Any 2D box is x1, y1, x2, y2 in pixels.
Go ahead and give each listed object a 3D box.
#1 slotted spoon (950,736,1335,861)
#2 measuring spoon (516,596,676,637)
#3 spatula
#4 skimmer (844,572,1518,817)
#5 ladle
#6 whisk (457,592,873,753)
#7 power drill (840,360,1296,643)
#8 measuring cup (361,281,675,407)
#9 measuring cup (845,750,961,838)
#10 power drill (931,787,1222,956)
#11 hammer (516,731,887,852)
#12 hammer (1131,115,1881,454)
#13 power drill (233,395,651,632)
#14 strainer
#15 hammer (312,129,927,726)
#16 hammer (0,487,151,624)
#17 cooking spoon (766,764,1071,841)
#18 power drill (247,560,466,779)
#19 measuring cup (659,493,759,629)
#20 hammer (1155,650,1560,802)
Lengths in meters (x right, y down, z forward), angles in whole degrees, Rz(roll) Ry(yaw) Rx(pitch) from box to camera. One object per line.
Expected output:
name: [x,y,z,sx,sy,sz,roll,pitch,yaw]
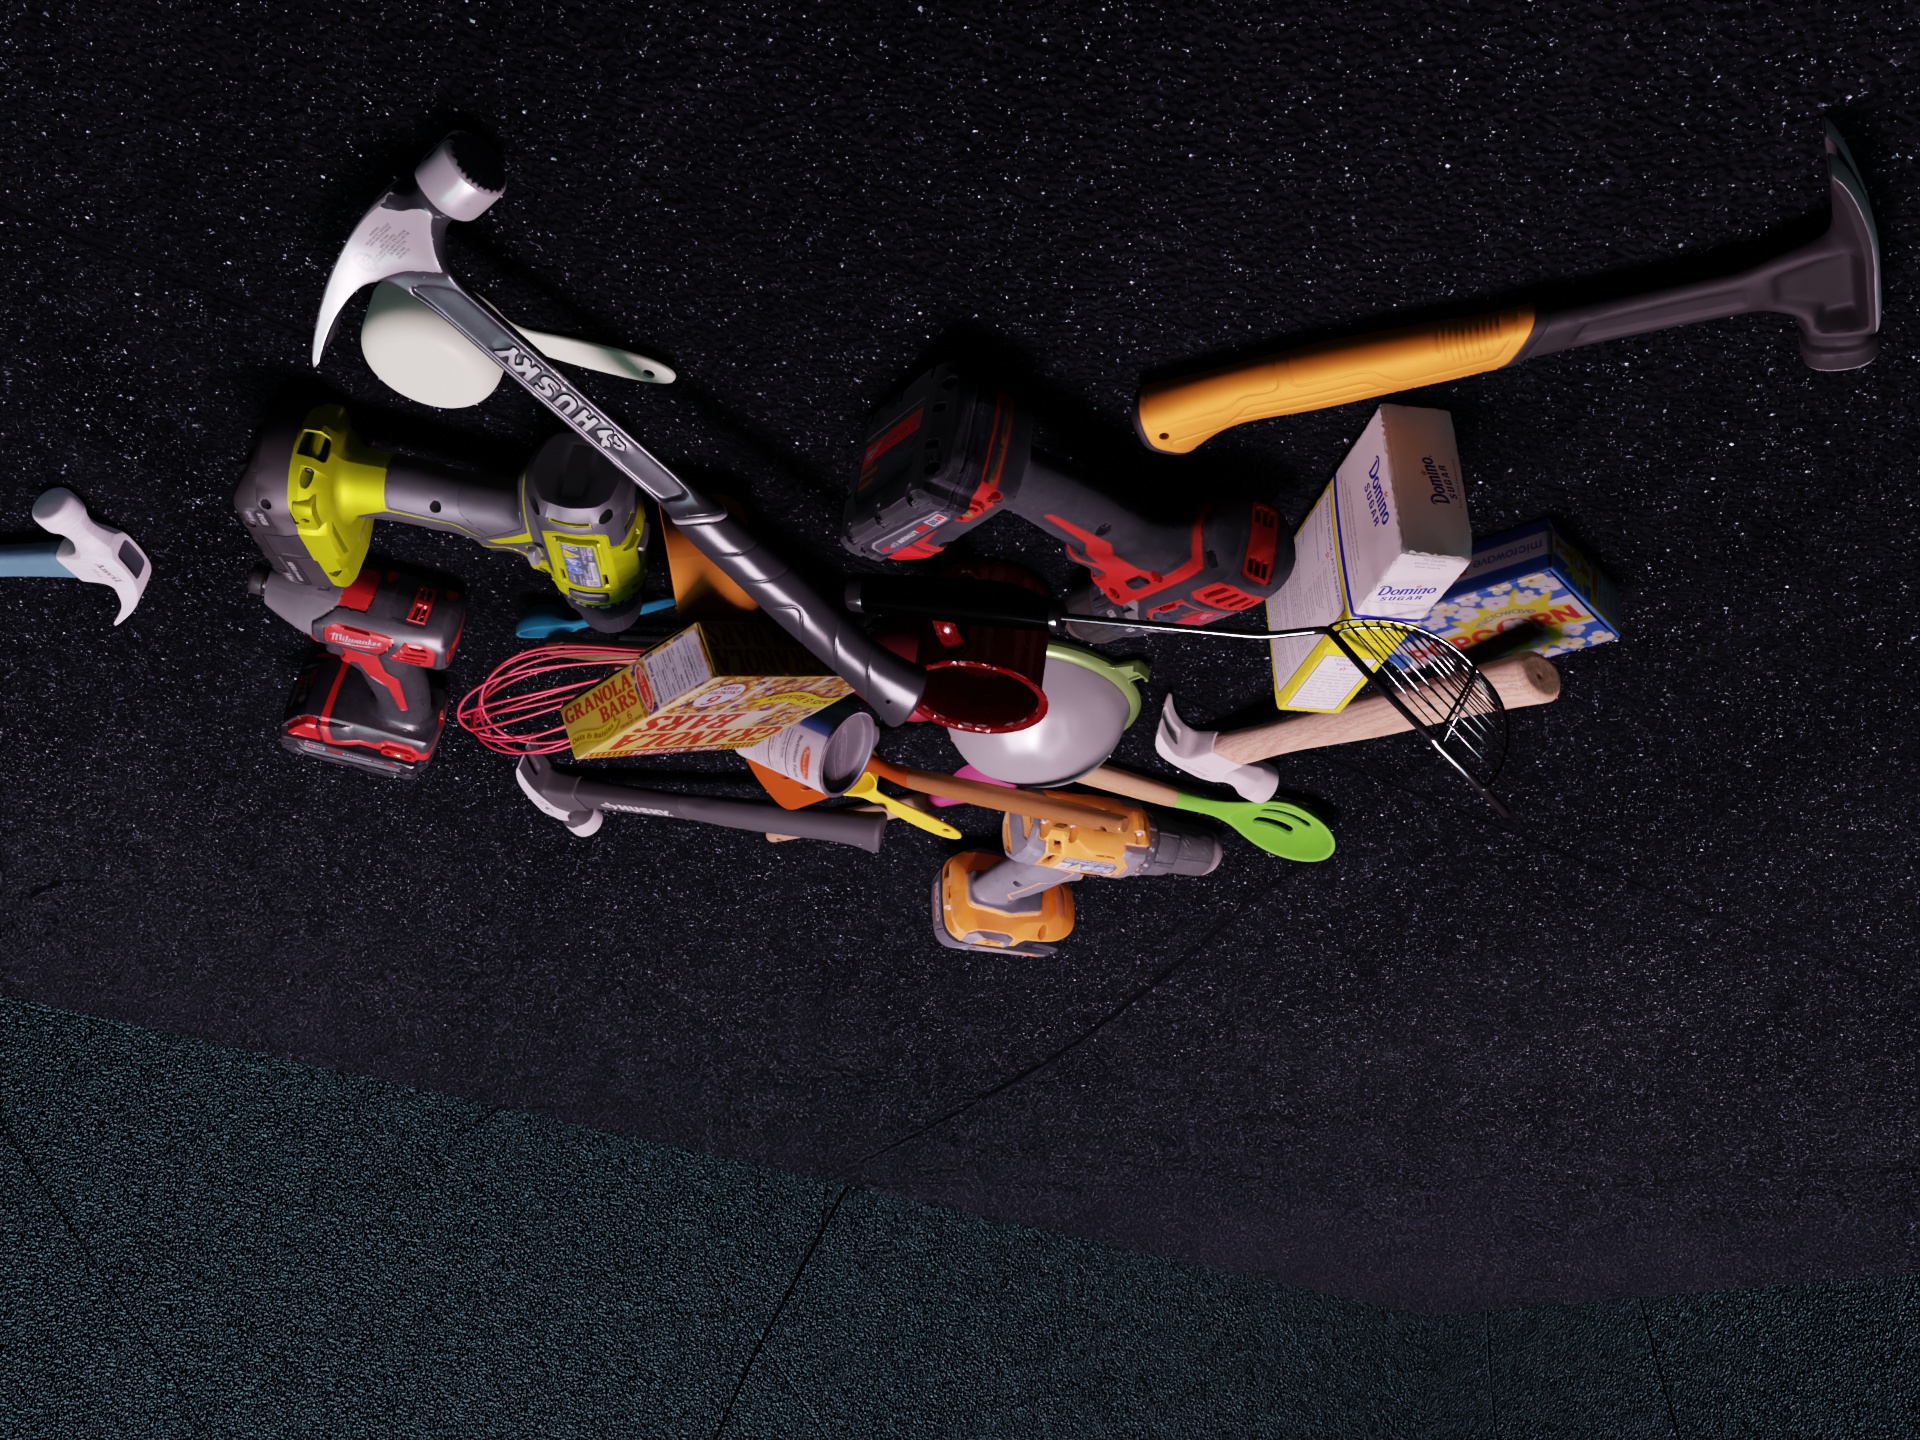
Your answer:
slotted spoon: [0.143,0.051,1.228,0.313,0.031,0.070,16,147,-9]
measuring spoon: [-0.253,-0.079,1.110,0.128,0.021,0.042,-11,174,18]
spatula: [-0.021,0.054,1.165,0.323,0.041,0.080,10,143,36]
skimmer: [0.106,-0.020,0.836,0.363,0.090,0.127,8,-179,18]
ladle: [-0.145,-0.042,1.100,0.315,0.069,0.031,4,176,15]
whisk: [-0.200,-0.036,1.070,0.296,0.073,0.073,-16,149,6]
power drill: [0.049,-0.104,0.897,0.226,0.080,0.188,18,163,-24]
measuring cup: [-0.240,-0.191,0.857,0.167,0.038,0.083,12,153,-1]
measuring cup: [-0.056,0.055,1.289,0.156,0.029,0.062,30,146,-33]
power drill: [0.093,0.128,1.335,0.185,0.084,0.226,9,150,-23]
hammer: [-0.217,0.071,1.335,0.335,0.035,0.146,6,153,20]
hammer: [0.235,-0.179,0.743,0.337,0.034,0.127,-7,150,29]
power drill: [-0.305,-0.118,0.984,0.228,0.080,0.190,8,158,-3]
strainer: [-0.002,-0.004,1.117,0.256,0.069,0.151,10,153,-5]
hammer: [-0.161,-0.122,0.865,0.149,0.036,0.408,-27,127,29]
hammer: [-0.743,-0.117,1.166,0.331,0.033,0.128,1,151,16]
cooking spoon: [-0.045,0.072,1.332,0.319,0.017,0.068,-14,145,36]
power drill: [-0.445,-0.045,1.172,0.143,0.079,0.219,15,150,-13]
measuring cup: [-0.157,-0.091,1.008,0.052,0.095,0.173,-10,177,-8]
hammer: [0.245,0.001,1.034,0.130,0.031,0.331,23,160,-23]
